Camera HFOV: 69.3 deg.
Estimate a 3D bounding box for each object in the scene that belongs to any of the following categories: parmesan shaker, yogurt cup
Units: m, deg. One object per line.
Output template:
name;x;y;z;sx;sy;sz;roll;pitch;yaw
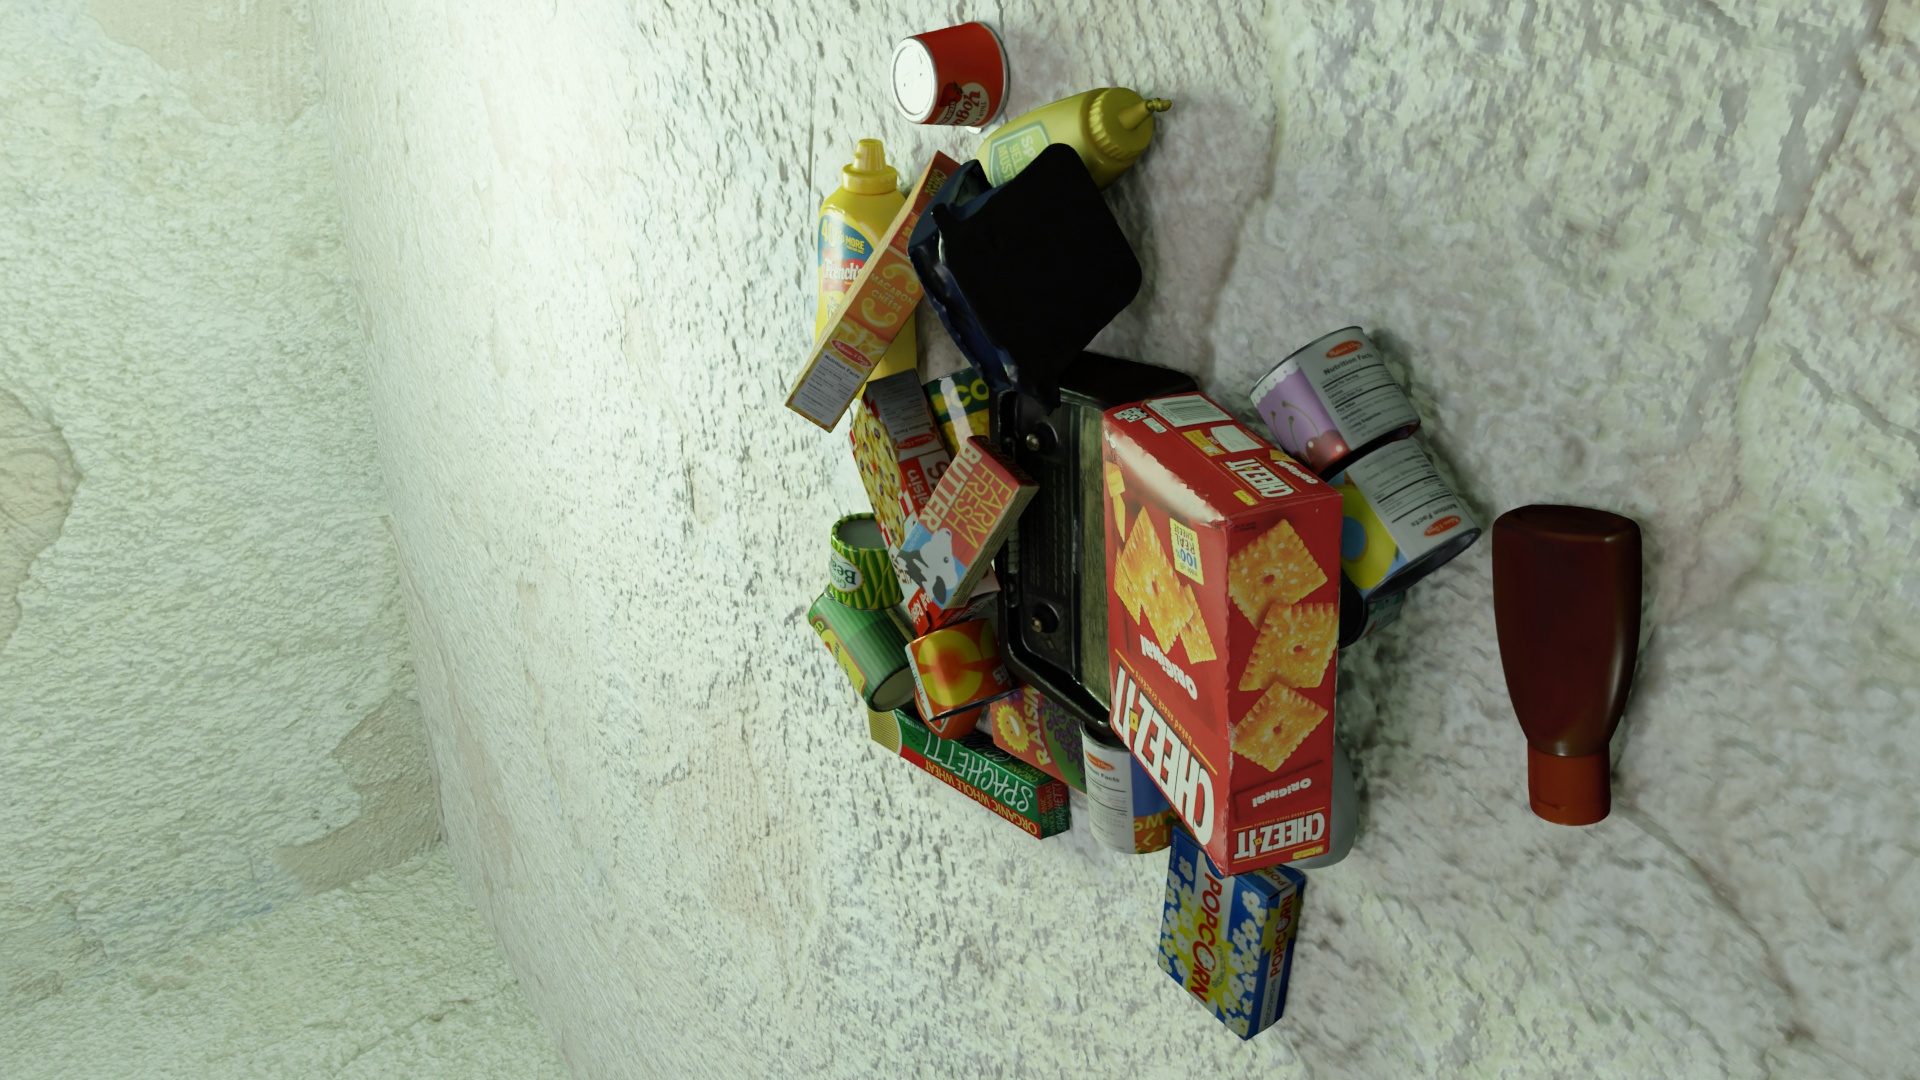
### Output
parmesan shaker;-0.077;0.087;1.183;0.103;0.071;0.071;51;142;30
yogurt cup;-0.010;-0.302;0.907;0.072;0.054;0.072;29;128;47

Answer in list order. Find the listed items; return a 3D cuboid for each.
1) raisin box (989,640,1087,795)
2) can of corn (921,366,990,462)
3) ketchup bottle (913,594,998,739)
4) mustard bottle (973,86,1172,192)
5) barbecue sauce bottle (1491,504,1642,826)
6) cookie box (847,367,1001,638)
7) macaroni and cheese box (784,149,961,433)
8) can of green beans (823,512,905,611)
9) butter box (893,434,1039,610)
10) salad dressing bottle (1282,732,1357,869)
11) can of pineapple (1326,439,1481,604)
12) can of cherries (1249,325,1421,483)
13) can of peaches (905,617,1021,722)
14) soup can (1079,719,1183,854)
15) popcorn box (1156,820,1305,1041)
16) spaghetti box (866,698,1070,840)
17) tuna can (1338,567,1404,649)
raisin box;0.070;0.125;1.009;0.123;0.040;0.085;20;122;52
can of corn;0.014;-0.090;0.962;0.071;0.071;0.058;-15;93;58
ketchup bottle;0.004;0.090;1.088;0.065;0.044;0.148;58;145;32
mustard bottle;0.068;-0.235;0.827;0.160;0.049;0.065;-12;99;58
barbecue sauce bottle;0.284;0.060;0.651;0.065;0.044;0.148;15;118;53
cookie box;-0.031;-0.022;0.988;0.122;0.040;0.167;127;124;-72
macaroni and cheese box;-0.050;-0.168;0.937;0.040;0.124;0.165;31;121;-12
can of green beans;-0.075;0.017;1.150;0.071;0.071;0.057;36;133;43
butter box;0.003;-0.011;0.883;0.053;0.024;0.103;44;117;26
salad dressing bottle;0.195;0.115;0.810;0.064;0.044;0.147;6;109;57
can of pineapple;0.216;-0.009;0.699;0.058;0.071;0.070;60;146;19
can of cherries;0.190;-0.066;0.711;0.058;0.072;0.071;61;146;15
can of peaches;0.001;0.092;1.000;0.071;0.071;0.058;-36;71;56
soup can;0.118;0.155;0.926;0.071;0.071;0.083;25;130;49
popcorn box;0.175;0.252;0.912;0.085;0.038;0.126;34;132;46
spaghetti box;0.000;0.178;1.151;0.250;0.029;0.050;20;122;52
tuna can;0.205;0.021;0.760;0.071;0.033;0.070;31;129;46
